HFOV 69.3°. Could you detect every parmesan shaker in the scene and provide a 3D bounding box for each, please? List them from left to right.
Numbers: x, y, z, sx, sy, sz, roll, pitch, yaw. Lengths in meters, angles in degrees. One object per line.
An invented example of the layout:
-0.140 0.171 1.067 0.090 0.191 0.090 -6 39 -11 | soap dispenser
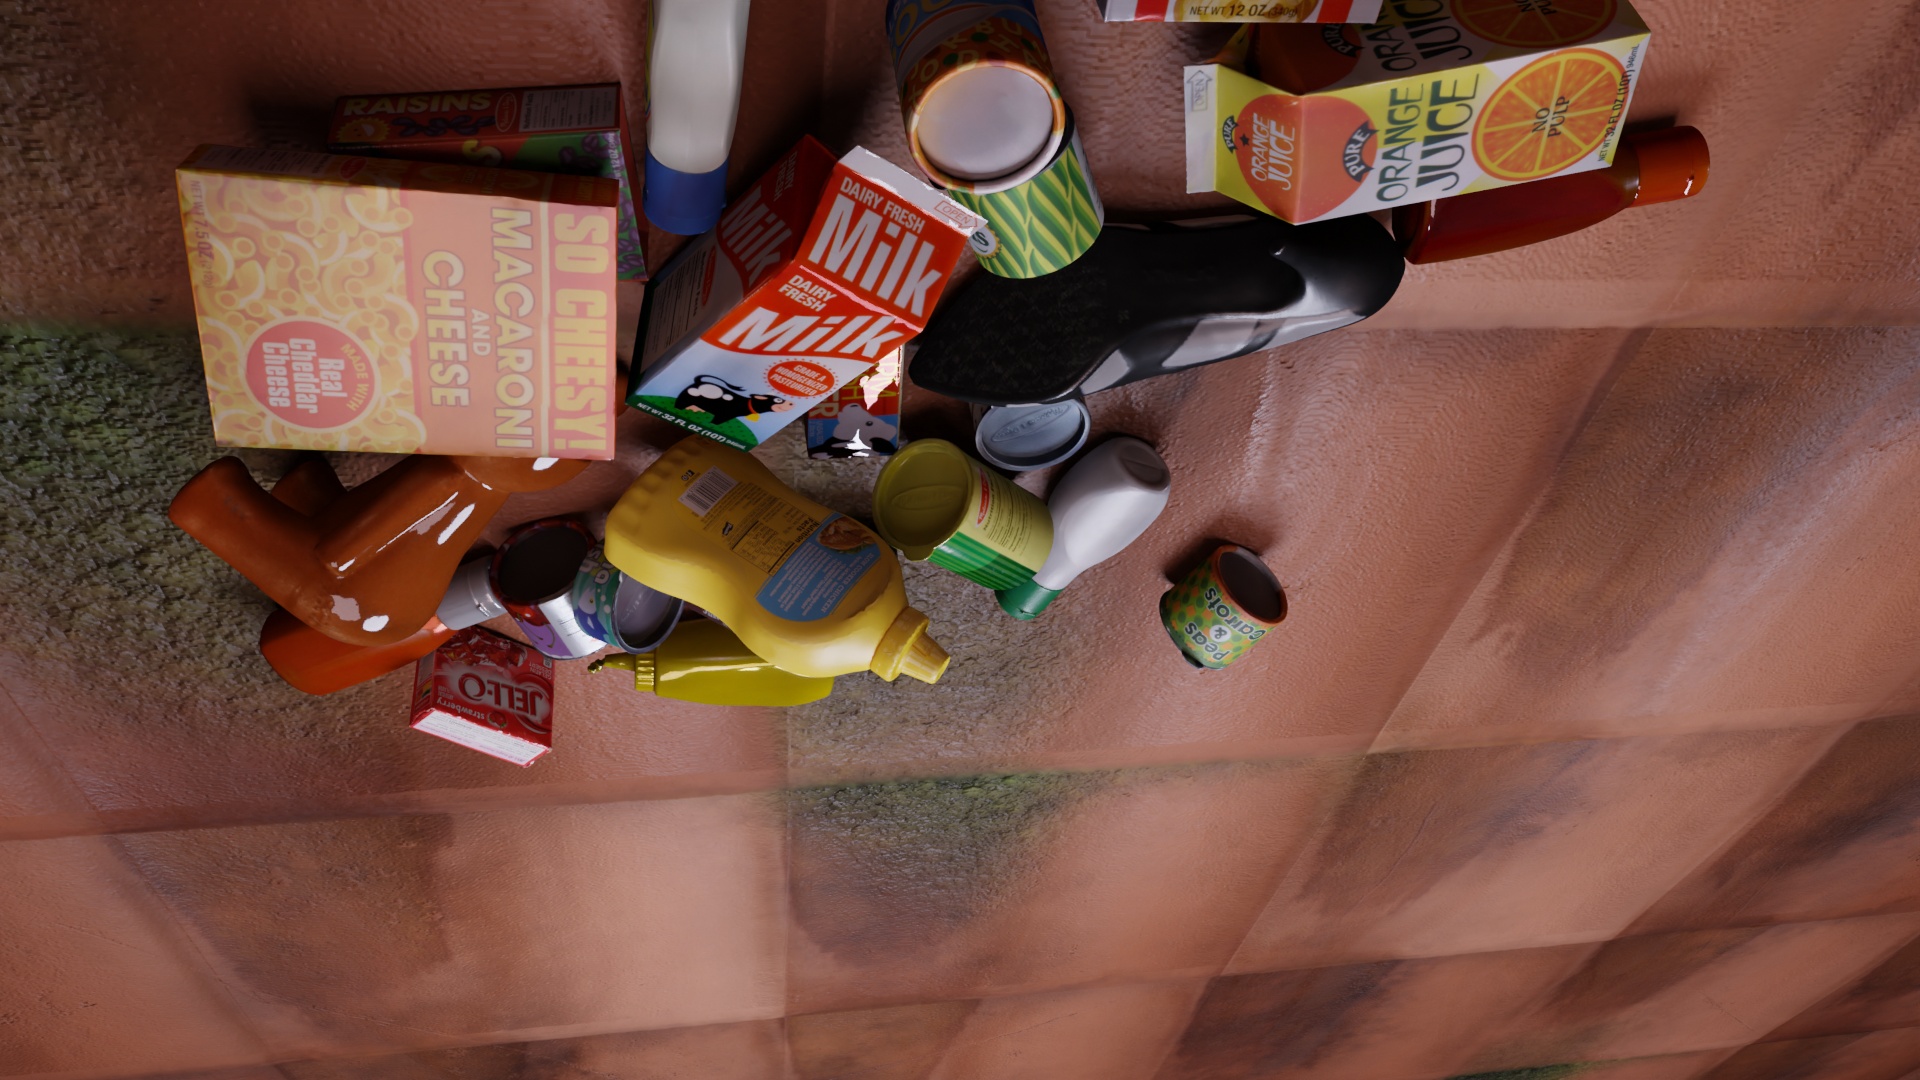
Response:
0.003 -0.010 0.811 0.071 0.071 0.103 -27 153 21 | parmesan shaker

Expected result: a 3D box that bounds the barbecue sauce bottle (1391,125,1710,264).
0.299 -0.180 0.704 0.149 0.044 0.064 -10 142 -2 | barbecue sauce bottle

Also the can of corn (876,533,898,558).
-0.071 0.028 0.861 0.058 0.071 0.070 1 140 -12 | can of corn

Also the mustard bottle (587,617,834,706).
-0.164 0.079 0.921 0.160 0.049 0.065 1 140 -13 | mustard bottle

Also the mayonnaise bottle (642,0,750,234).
-0.112 -0.194 0.582 0.041 0.065 0.147 4 143 -13 | mayonnaise bottle

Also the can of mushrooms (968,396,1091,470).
0.038 -0.074 0.787 0.071 0.033 0.070 -6 142 -5 | can of mushrooms

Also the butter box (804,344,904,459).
-0.059 -0.087 0.756 0.053 0.024 0.103 -4 142 -8 | butter box

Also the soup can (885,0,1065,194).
0.003 -0.198 0.583 0.071 0.084 0.071 -6 141 -5 | soup can

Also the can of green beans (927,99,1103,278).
0.028 -0.165 0.645 0.071 0.071 0.057 -18 141 10 | can of green beans

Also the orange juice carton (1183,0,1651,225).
0.196 -0.202 0.630 0.193 0.073 0.071 -10 142 1 | orange juice carton

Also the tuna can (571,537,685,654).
-0.191 0.028 0.802 0.033 0.071 0.070 16 149 25 | tuna can

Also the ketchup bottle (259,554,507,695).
-0.345 0.049 0.847 0.149 0.044 0.064 -18 138 10 | ketchup bottle

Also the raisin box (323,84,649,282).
-0.208 -0.156 0.625 0.123 0.040 0.085 -4 142 -6 | raisin box

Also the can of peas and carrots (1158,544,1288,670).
0.177 0.046 0.939 0.071 0.071 0.058 18 133 -31 | can of peas and carrots

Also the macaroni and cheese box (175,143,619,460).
-0.233 -0.099 0.598 0.167 0.040 0.123 2 121 -13 | macaroni and cheese box

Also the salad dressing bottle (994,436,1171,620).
0.073 -0.004 0.876 0.064 0.044 0.147 13 138 -29 | salad dressing bottle

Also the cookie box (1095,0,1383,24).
0.125 -0.285 0.537 0.123 0.040 0.166 -3 141 -9 | cookie box

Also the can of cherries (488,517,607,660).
-0.240 0.028 0.828 0.071 0.072 0.058 -13 141 4 | can of cherries

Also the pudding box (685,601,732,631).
-0.141 0.025 0.842 0.084 0.030 0.049 27 138 10 | pudding box

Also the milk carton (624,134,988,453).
-0.075 -0.117 0.640 0.072 0.074 0.190 22 147 -33 | milk carton
